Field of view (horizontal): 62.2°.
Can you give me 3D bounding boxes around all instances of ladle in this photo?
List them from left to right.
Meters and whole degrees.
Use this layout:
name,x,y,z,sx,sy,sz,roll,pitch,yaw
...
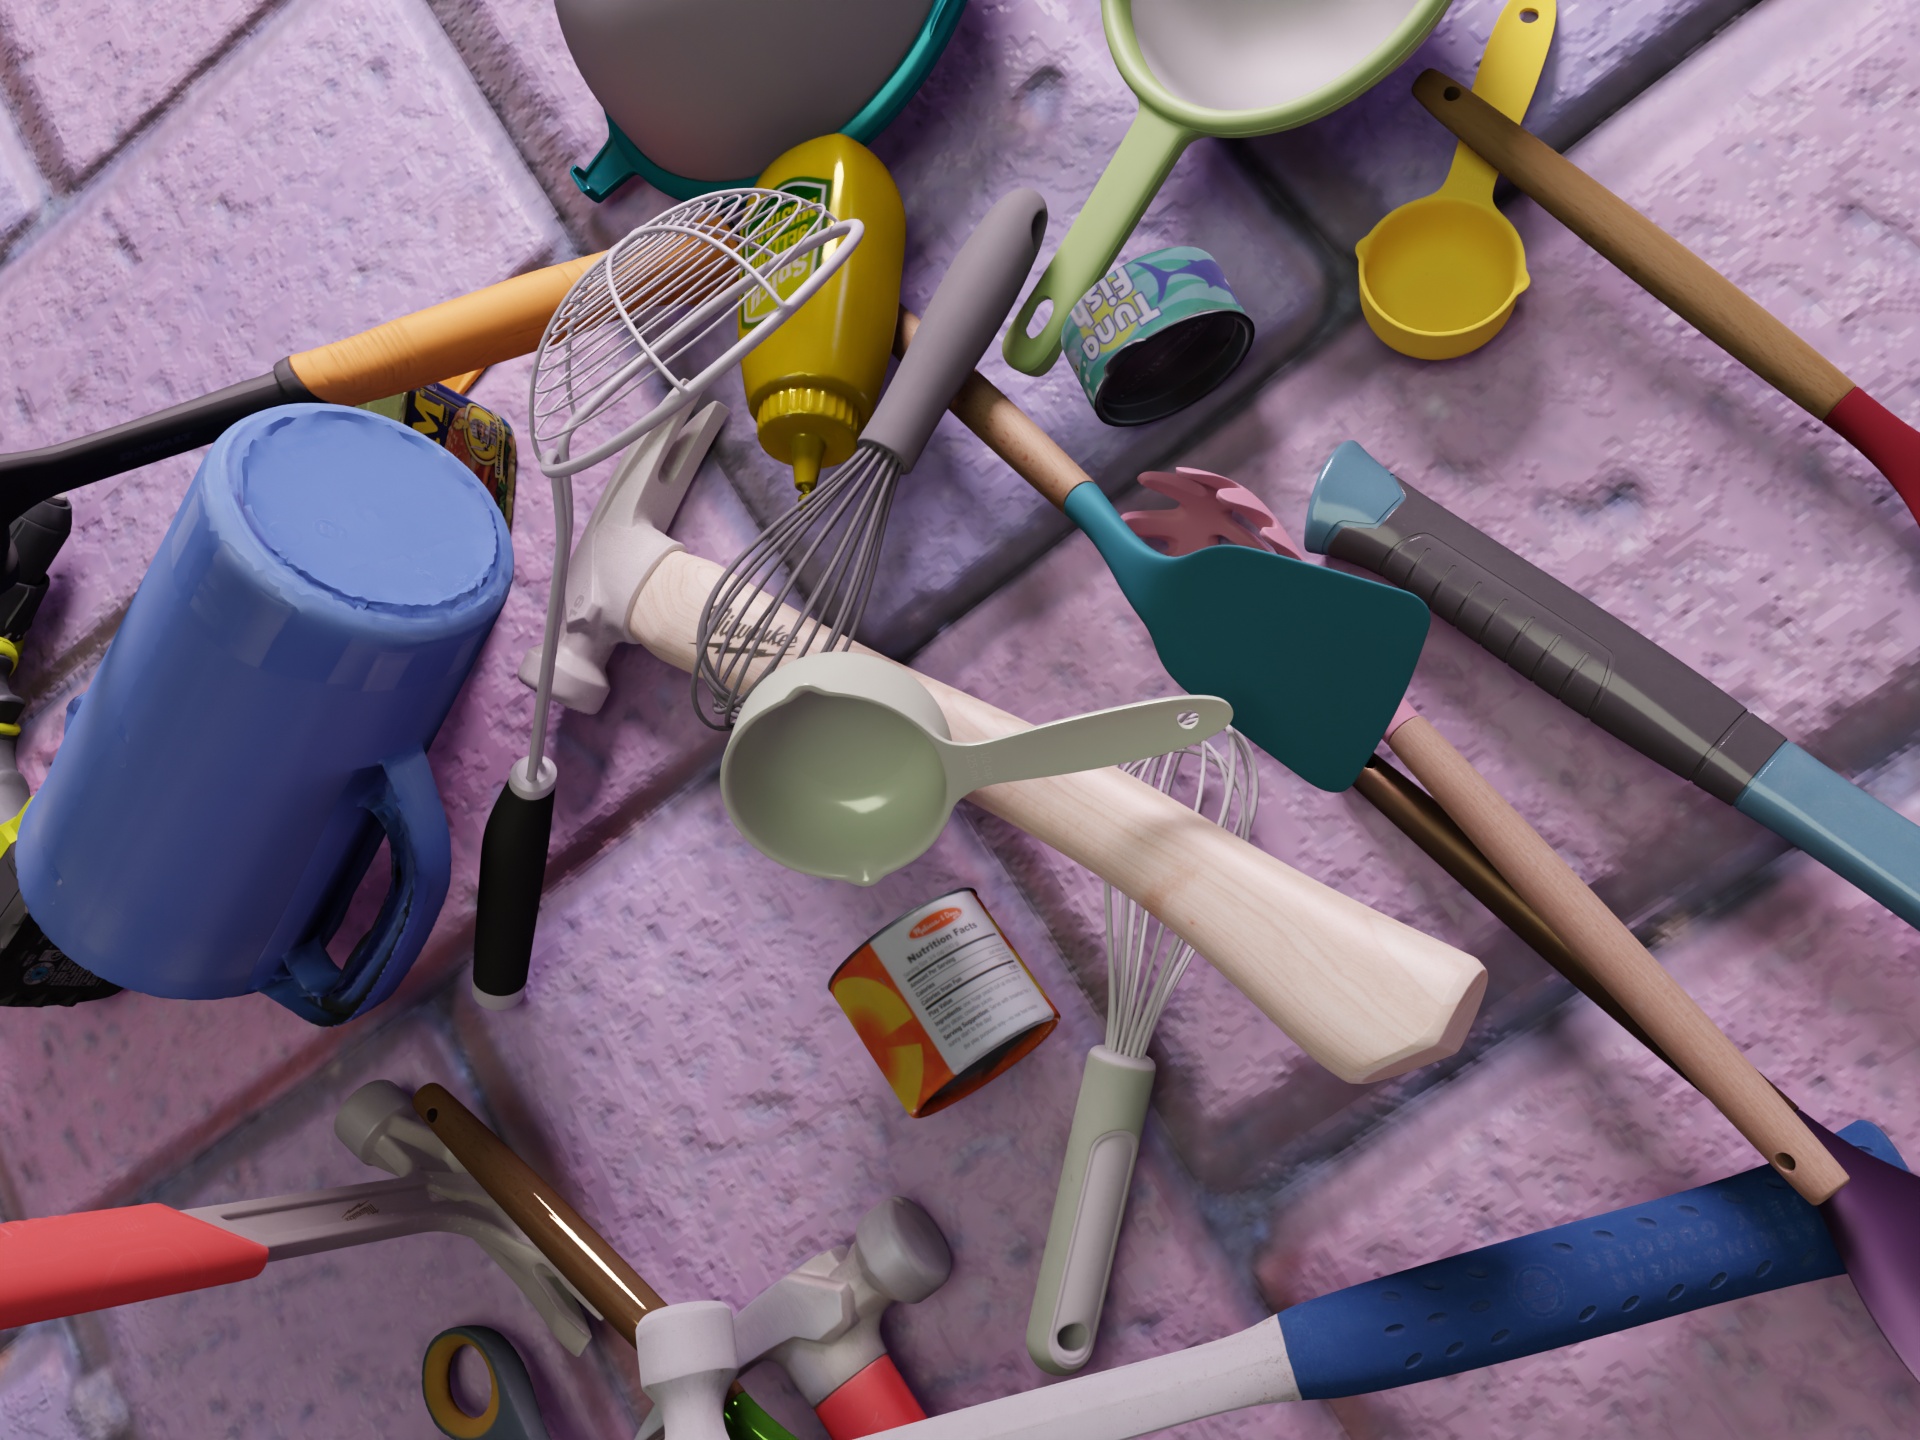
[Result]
name,x,y,z,sx,sy,sz,roll,pitch,yaw
ladle,0.269,-0.121,0.526,0.069,0.031,0.315,-43,73,0

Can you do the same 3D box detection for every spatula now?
name,x,y,z,sx,sy,sz,roll,pitch,yaw
spatula,0.038,-0.096,0.593,0.318,0.044,0.082,49,140,35
spatula,0.229,0.107,0.488,0.060,0.018,0.316,-35,57,-14

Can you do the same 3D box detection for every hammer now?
name,x,y,z,sx,sy,sz,roll,pitch,yaw
hammer,-0.267,0.178,0.509,0.149,0.358,0.036,33,95,25
hammer,-0.220,-0.139,0.600,0.337,0.127,0.034,-30,86,-32
hammer,-0.001,-0.002,0.577,0.411,0.038,0.146,27,91,33
hammer,0.034,0.366,0.539,0.143,0.038,0.387,-41,70,11
hammer,0.095,0.210,0.500,0.405,0.035,0.144,-18,60,6
hammer,0.243,0.010,0.510,0.128,0.033,0.331,-44,64,-11

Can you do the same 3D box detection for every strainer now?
name,x,y,z,sx,sy,sz,roll,pitch,yaw
strainer,-0.047,-0.324,0.620,0.340,0.095,0.211,6,84,34
strainer,0.104,-0.237,0.604,0.152,0.069,0.256,45,111,32

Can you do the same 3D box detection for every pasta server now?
name,x,y,z,sx,sy,sz,roll,pitch,yaw
pasta server,0.159,0.024,0.523,0.316,0.040,0.060,54,140,29

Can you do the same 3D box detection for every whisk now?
name,x,y,z,sx,sy,sz,roll,pitch,yaw
whisk,-0.029,-0.099,0.578,0.055,0.055,0.239,23,76,22
whisk,0.061,0.113,0.568,0.057,0.059,0.246,13,90,-21

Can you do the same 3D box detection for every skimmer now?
name,x,y,z,sx,sy,sz,roll,pitch,yaw
skimmer,-0.121,-0.018,0.580,0.090,0.127,0.363,16,123,-4

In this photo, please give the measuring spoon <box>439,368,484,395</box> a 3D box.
name,x,y,z,sx,sy,sz,roll,pitch,yaw
measuring spoon,-0.241,-0.160,0.745,0.021,0.011,0.117,43,97,21

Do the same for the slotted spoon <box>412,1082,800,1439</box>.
name,x,y,z,sx,sy,sz,roll,pitch,yaw
slotted spoon,-0.100,0.231,0.579,0.314,0.031,0.070,34,94,25

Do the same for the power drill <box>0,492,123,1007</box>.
name,x,y,z,sx,sy,sz,roll,pitch,yaw
power drill,-0.454,0.006,0.763,0.229,0.080,0.190,41,97,24

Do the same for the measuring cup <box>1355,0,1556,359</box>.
name,x,y,z,sx,sy,sz,roll,pitch,yaw
measuring cup,0.191,-0.202,0.587,0.062,0.029,0.156,18,76,17

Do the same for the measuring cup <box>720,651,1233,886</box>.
name,x,y,z,sx,sy,sz,roll,pitch,yaw
measuring cup,0.004,0.004,0.524,0.167,0.083,0.038,-11,33,7
